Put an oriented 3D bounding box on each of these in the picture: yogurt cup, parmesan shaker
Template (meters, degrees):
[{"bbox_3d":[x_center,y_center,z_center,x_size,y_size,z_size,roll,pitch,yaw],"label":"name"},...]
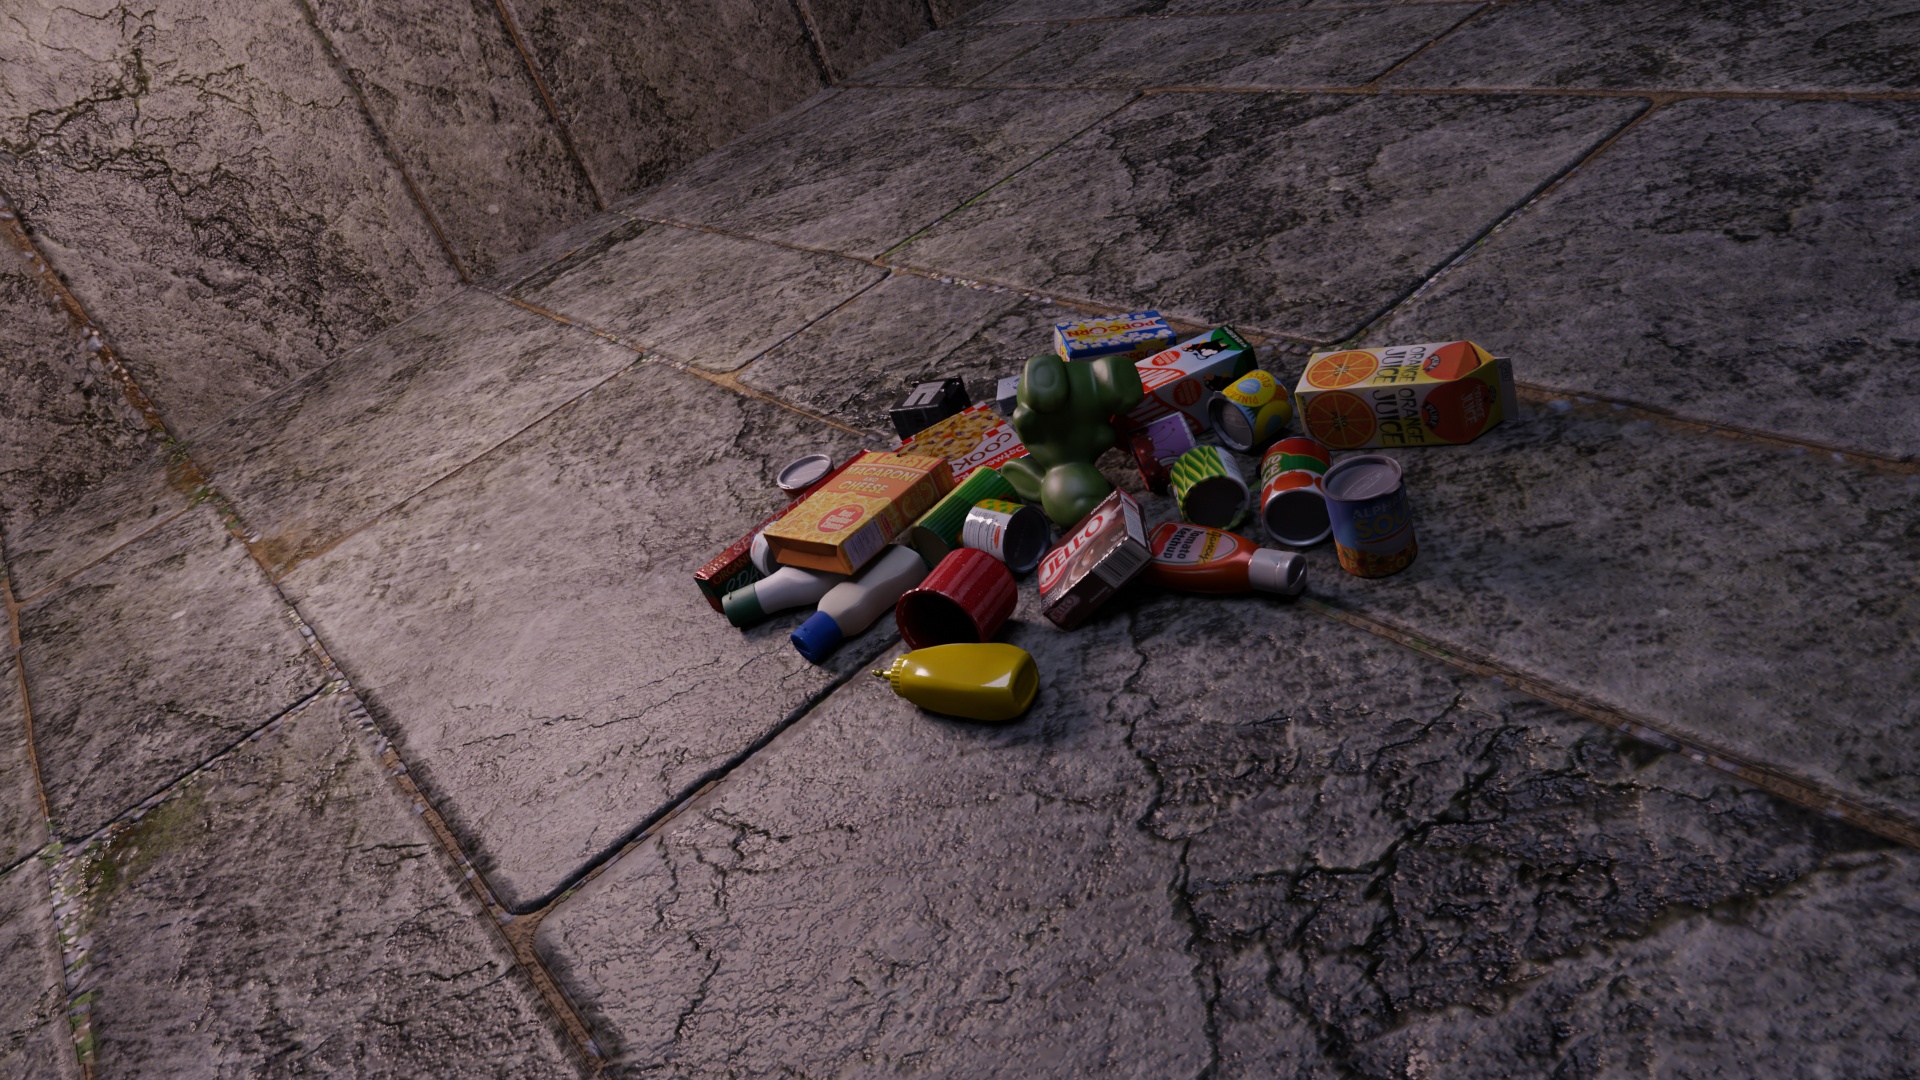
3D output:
[{"bbox_3d":[-0.169,-0.060,1.597,0.072,0.053,0.073,-16,31,10],"label":"yogurt cup"},{"bbox_3d":[0.005,-0.018,1.412,0.071,0.071,0.103,14,47,45],"label":"parmesan shaker"}]

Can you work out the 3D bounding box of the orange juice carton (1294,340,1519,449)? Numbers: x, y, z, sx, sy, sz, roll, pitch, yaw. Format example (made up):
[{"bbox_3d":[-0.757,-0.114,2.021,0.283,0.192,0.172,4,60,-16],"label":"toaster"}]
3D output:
[{"bbox_3d":[0.426,-0.137,1.318,0.192,0.071,0.073,-1,37,32],"label":"orange juice carton"}]

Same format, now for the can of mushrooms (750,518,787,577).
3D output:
[{"bbox_3d":[-0.186,0.012,1.484,0.071,0.070,0.033,-34,33,-19],"label":"can of mushrooms"}]

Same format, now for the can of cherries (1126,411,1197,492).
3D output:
[{"bbox_3d":[0.205,-0.086,1.388,0.058,0.071,0.072,-21,31,3],"label":"can of cherries"}]

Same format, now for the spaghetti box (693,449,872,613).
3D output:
[{"bbox_3d":[-0.182,-0.012,1.534,0.251,0.050,0.029,-39,33,-25],"label":"spaghetti box"}]

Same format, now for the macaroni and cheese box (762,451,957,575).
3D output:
[{"bbox_3d":[-0.103,-0.033,1.438,0.123,0.040,0.167,8,39,44],"label":"macaroni and cheese box"}]

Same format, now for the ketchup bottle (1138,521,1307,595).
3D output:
[{"bbox_3d":[0.231,0.020,1.225,0.149,0.043,0.065,10,50,41],"label":"ketchup bottle"}]

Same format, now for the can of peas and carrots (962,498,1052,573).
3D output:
[{"bbox_3d":[0.047,-0.005,1.363,0.059,0.070,0.071,13,45,45],"label":"can of peas and carrots"}]

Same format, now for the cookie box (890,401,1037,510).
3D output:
[{"bbox_3d":[0.006,-0.086,1.540,0.123,0.040,0.168,-27,30,-7],"label":"cookie box"}]

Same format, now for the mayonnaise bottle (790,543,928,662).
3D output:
[{"bbox_3d":[-0.103,0.062,1.378,0.149,0.041,0.065,-41,34,-26],"label":"mayonnaise bottle"}]

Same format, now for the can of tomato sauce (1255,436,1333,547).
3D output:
[{"bbox_3d":[0.303,-0.044,1.255,0.071,0.071,0.083,-11,33,19],"label":"can of tomato sauce"}]

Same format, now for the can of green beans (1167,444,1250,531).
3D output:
[{"bbox_3d":[0.235,-0.047,1.306,0.071,0.071,0.058,-18,31,8],"label":"can of green beans"}]

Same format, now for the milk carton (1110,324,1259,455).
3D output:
[{"bbox_3d":[0.218,-0.150,1.470,0.191,0.073,0.072,-23,31,0],"label":"milk carton"}]

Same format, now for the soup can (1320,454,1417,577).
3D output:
[{"bbox_3d":[0.347,-0.019,1.172,0.071,0.083,0.072,-17,31,11],"label":"soup can"}]

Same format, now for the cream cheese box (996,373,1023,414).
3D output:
[{"bbox_3d":[0.096,-0.182,1.646,0.104,0.024,0.054,-14,33,14],"label":"cream cheese box"}]

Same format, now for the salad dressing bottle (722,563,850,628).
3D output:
[{"bbox_3d":[-0.173,0.047,1.444,0.148,0.043,0.064,-22,30,3],"label":"salad dressing bottle"}]

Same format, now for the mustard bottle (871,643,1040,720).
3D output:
[{"bbox_3d":[-0.010,0.121,1.217,0.160,0.048,0.066,1,38,34],"label":"mustard bottle"}]

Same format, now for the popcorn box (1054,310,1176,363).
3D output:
[{"bbox_3d":[0.180,-0.231,1.627,0.127,0.038,0.085,-9,30,-6],"label":"popcorn box"}]

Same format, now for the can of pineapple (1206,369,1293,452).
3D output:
[{"bbox_3d":[0.291,-0.132,1.399,0.058,0.070,0.071,-34,32,-19],"label":"can of pineapple"}]
